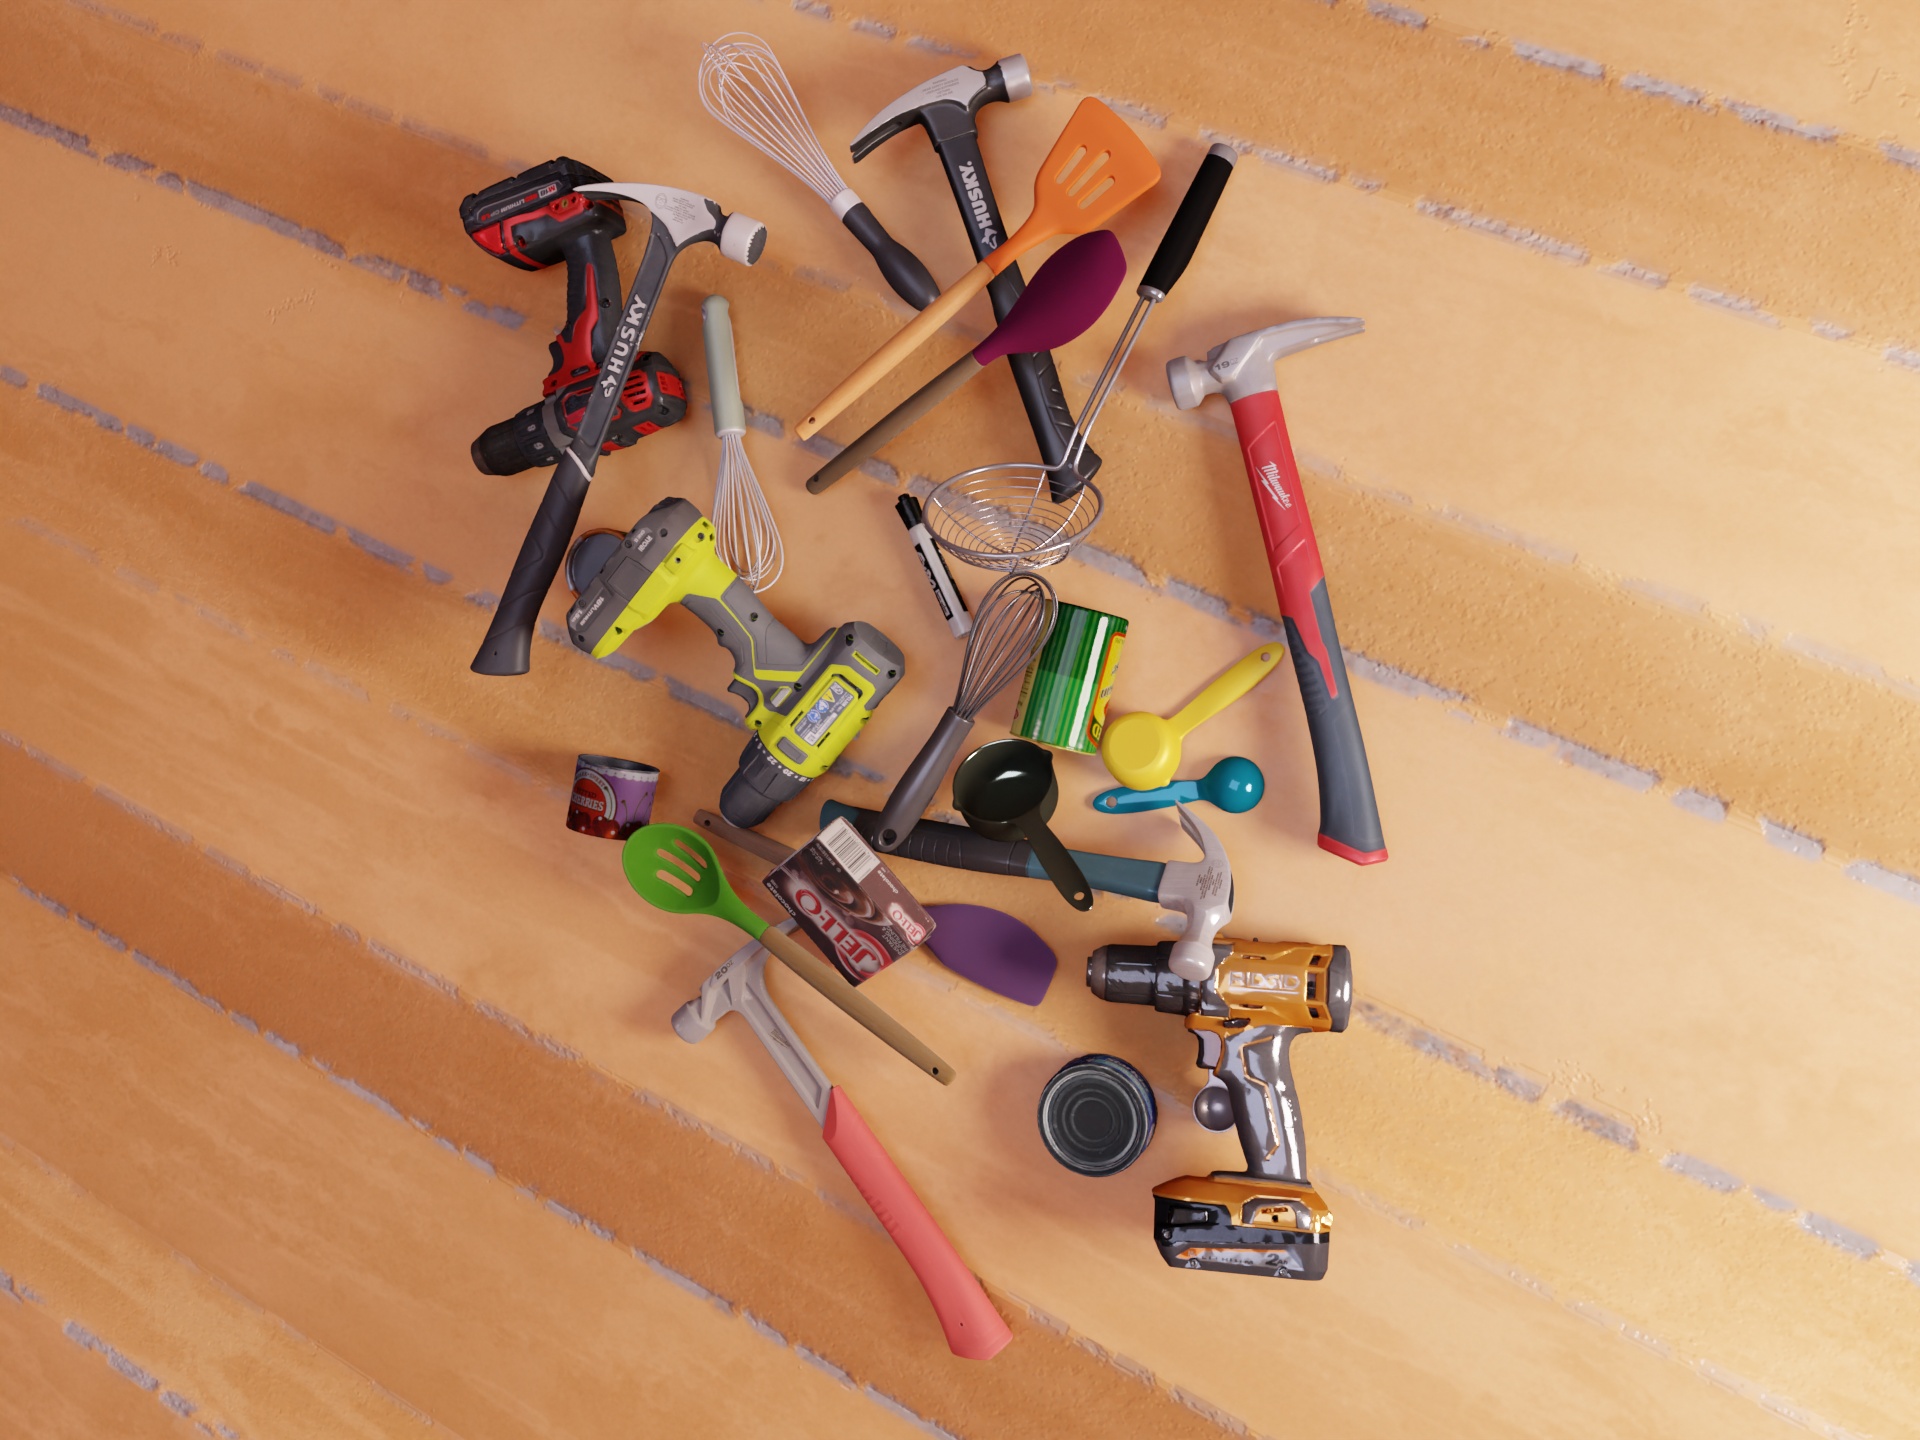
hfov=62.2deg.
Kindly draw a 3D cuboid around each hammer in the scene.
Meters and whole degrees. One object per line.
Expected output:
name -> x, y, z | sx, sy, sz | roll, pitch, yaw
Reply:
hammer -> 0.029, -0.324, 1.194 | 0.146, 0.035, 0.335 | -18, 87, 0
hammer -> -0.072, 0.327, 1.228 | 0.149, 0.036, 0.359 | -40, 78, 13
hammer -> -0.294, -0.221, 1.236 | 0.149, 0.036, 0.409 | 24, 97, 7
hammer -> 0.257, -0.091, 1.123 | 0.143, 0.038, 0.386 | -14, 83, 15
hammer -> 0.041, 0.102, 1.173 | 0.331, 0.033, 0.128 | 8, 54, 24

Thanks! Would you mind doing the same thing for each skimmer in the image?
skimmer -> 0.097, -0.263, 1.126 | 0.127, 0.090, 0.363 | 25, 86, 33

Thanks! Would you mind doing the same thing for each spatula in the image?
spatula -> -0.071, 0.134, 1.239 | 0.316, 0.018, 0.060 | 23, 97, 15
spatula -> 0.002, -0.316, 1.157 | 0.322, 0.041, 0.081 | -42, 88, 0

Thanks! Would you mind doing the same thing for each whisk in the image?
whisk -> -0.109, -0.424, 1.238 | 0.070, 0.070, 0.285 | -41, 83, 13
whisk -> -0.003, -0.004, 1.156 | 0.055, 0.055, 0.239 | 34, 104, 15
whisk -> -0.181, -0.221, 1.267 | 0.059, 0.058, 0.246 | -6, 84, -17

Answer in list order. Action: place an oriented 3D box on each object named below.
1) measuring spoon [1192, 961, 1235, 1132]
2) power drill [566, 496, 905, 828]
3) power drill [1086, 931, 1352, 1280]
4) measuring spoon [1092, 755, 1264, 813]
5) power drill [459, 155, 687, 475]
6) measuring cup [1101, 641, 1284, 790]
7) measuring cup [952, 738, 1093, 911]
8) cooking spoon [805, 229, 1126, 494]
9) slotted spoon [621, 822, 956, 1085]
measuring spoon -> 0.190, 0.237, 1.162 | 0.034, 0.018, 0.124 | 2, 83, 17
power drill -> -0.182, -0.041, 1.219 | 0.228, 0.080, 0.190 | 40, 107, -8
power drill -> 0.176, 0.262, 1.110 | 0.185, 0.084, 0.226 | 3, 80, 8
measuring spoon -> 0.158, 0.054, 1.166 | 0.128, 0.021, 0.042 | -9, 87, 17
power drill -> -0.336, -0.319, 1.299 | 0.188, 0.080, 0.227 | -16, 88, 16
measuring cup -> 0.169, -0.009, 1.156 | 0.156, 0.029, 0.062 | -39, 65, 10
measuring cup -> 0.054, 0.083, 1.139 | 0.083, 0.038, 0.168 | -29, 51, -6
cooking spoon -> -0.005, -0.253, 1.173 | 0.319, 0.017, 0.069 | -32, 67, 33
slotted spoon -> -0.131, 0.180, 1.218 | 0.314, 0.031, 0.070 | 35, 103, 13
